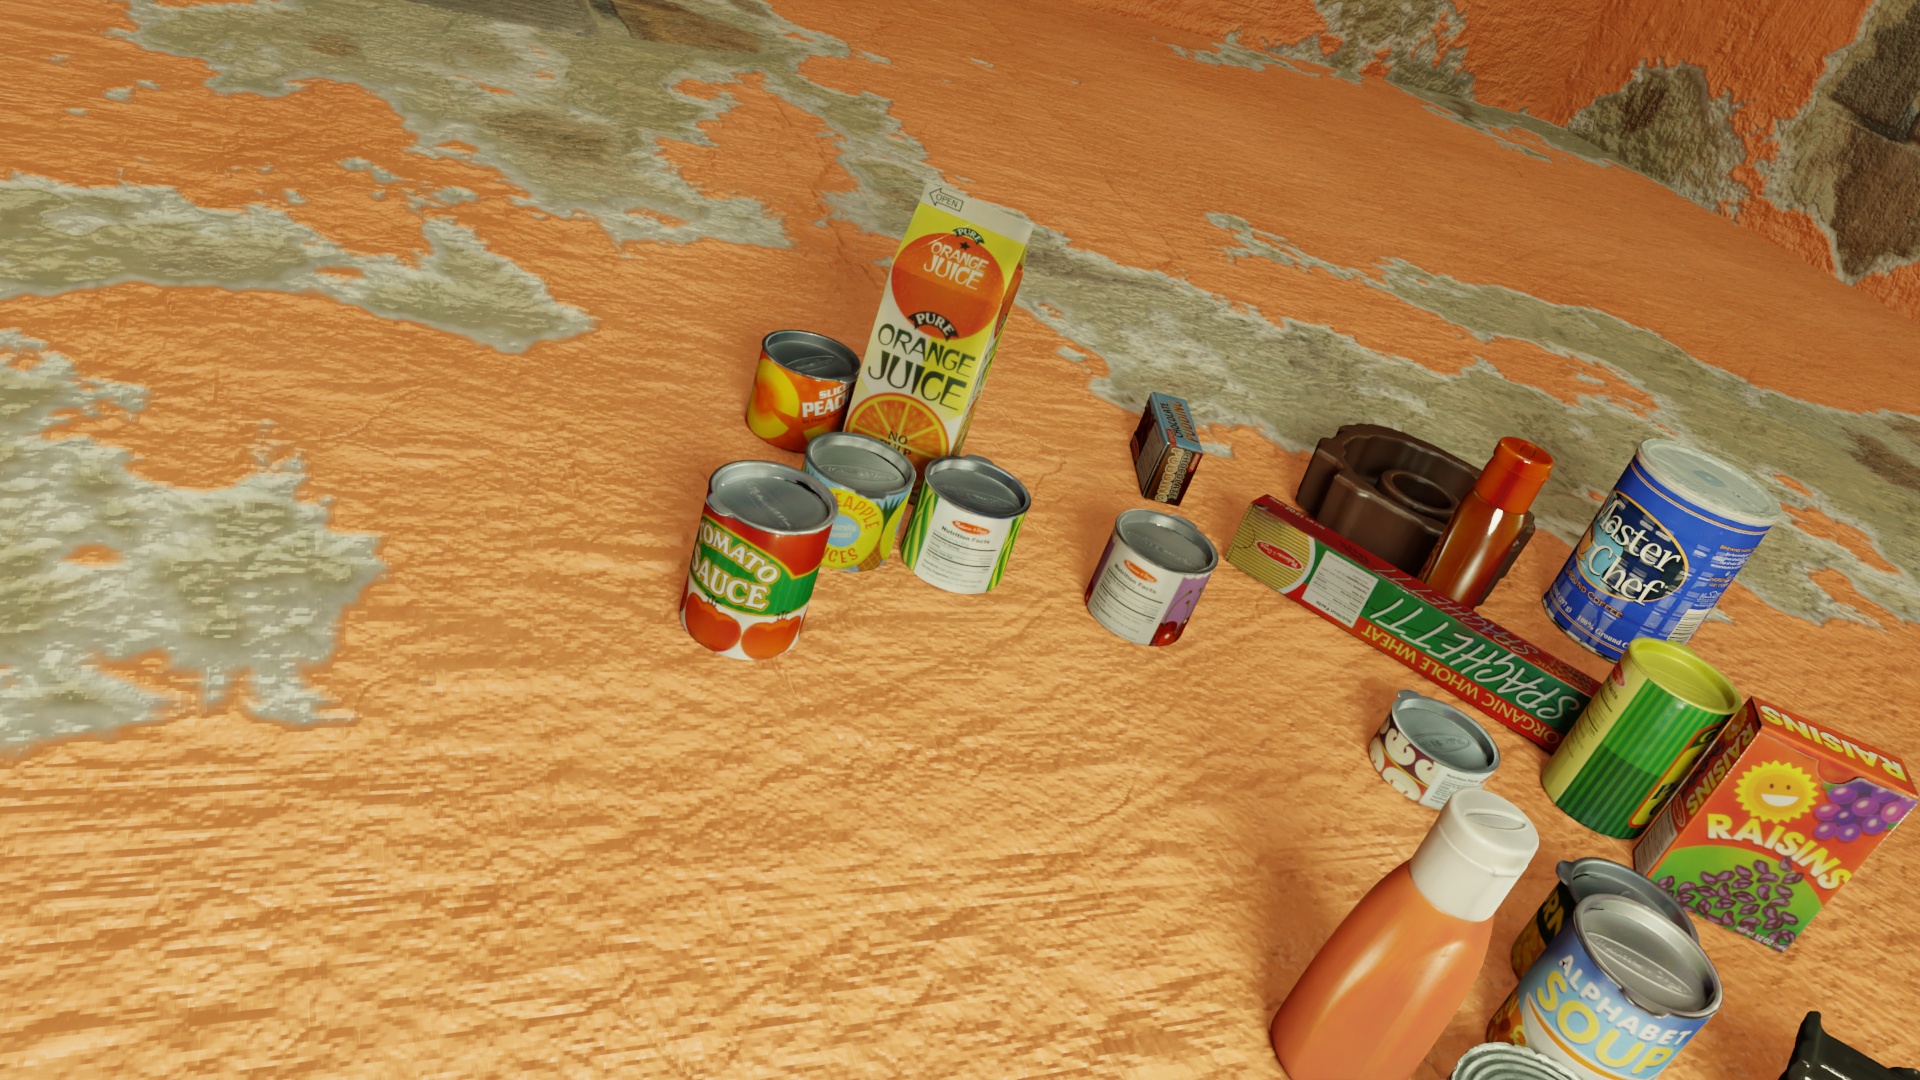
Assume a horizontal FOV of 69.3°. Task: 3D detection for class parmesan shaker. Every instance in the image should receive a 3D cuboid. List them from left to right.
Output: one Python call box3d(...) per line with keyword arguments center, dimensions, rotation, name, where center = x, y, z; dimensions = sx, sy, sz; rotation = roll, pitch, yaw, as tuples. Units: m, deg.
box3d(center=(0.399, 0.116, 0.818), dimensions=(0.071, 0.102, 0.071), rotation=(15, 31, -9), name="parmesan shaker")

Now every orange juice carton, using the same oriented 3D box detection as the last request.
box3d(center=(-0.016, -0.125, 0.878), dimensions=(0.072, 0.191, 0.073), rotation=(21, 30, 3), name="orange juice carton")

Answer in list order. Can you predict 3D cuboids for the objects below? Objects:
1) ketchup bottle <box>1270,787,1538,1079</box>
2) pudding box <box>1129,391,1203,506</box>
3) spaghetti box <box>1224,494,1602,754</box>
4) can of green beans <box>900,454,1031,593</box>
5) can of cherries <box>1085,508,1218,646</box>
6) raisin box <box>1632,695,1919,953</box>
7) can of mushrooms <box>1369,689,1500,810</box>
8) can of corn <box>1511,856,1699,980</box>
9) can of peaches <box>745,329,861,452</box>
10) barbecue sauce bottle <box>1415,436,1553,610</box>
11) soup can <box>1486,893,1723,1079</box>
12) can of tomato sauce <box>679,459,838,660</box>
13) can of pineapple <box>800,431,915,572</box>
box3d(center=(0.185, 0.167, 0.570), dimensions=(0.065, 0.148, 0.044), rotation=(10, 32, -17), name="ketchup bottle")
box3d(center=(0.151, -0.069, 1.023), dimensions=(0.030, 0.049, 0.084), rotation=(14, 31, -10), name="pudding box")
box3d(center=(0.293, 0.053, 0.911), dimensions=(0.250, 0.050, 0.029), rotation=(32, 33, 20), name="spaghetti box")
box3d(center=(0.003, -0.009, 0.837), dimensions=(0.071, 0.057, 0.071), rotation=(15, 31, -9), name="can of green beans")
box3d(center=(0.118, 0.022, 0.851), dimensions=(0.071, 0.058, 0.072), rotation=(15, 31, -9), name="can of cherries")
box3d(center=(0.440, 0.156, 0.759), dimensions=(0.086, 0.122, 0.040), rotation=(25, 31, 8), name="raisin box")
box3d(center=(0.273, 0.121, 0.806), dimensions=(0.071, 0.033, 0.071), rotation=(14, 31, -9), name="can of mushrooms")
box3d(center=(0.312, 0.198, 0.681), dimensions=(0.071, 0.058, 0.071), rotation=(15, 31, -9), name="can of corn")
box3d(center=(-0.103, -0.097, 0.916), dimensions=(0.071, 0.057, 0.071), rotation=(15, 31, -9), name="can of peaches")
box3d(center=(0.340, 0.003, 0.921), dimensions=(0.044, 0.147, 0.065), rotation=(31, 32, 18), name="barbecue sauce bottle")
box3d(center=(0.284, 0.212, 0.619), dimensions=(0.071, 0.083, 0.072), rotation=(15, 31, -9), name="soup can")
box3d(center=(-0.107, 0.011, 0.717), dimensions=(0.071, 0.082, 0.071), rotation=(15, 31, -9), name="can of tomato sauce")
box3d(center=(-0.066, -0.022, 0.817), dimensions=(0.071, 0.057, 0.071), rotation=(15, 31, -9), name="can of pineapple")
